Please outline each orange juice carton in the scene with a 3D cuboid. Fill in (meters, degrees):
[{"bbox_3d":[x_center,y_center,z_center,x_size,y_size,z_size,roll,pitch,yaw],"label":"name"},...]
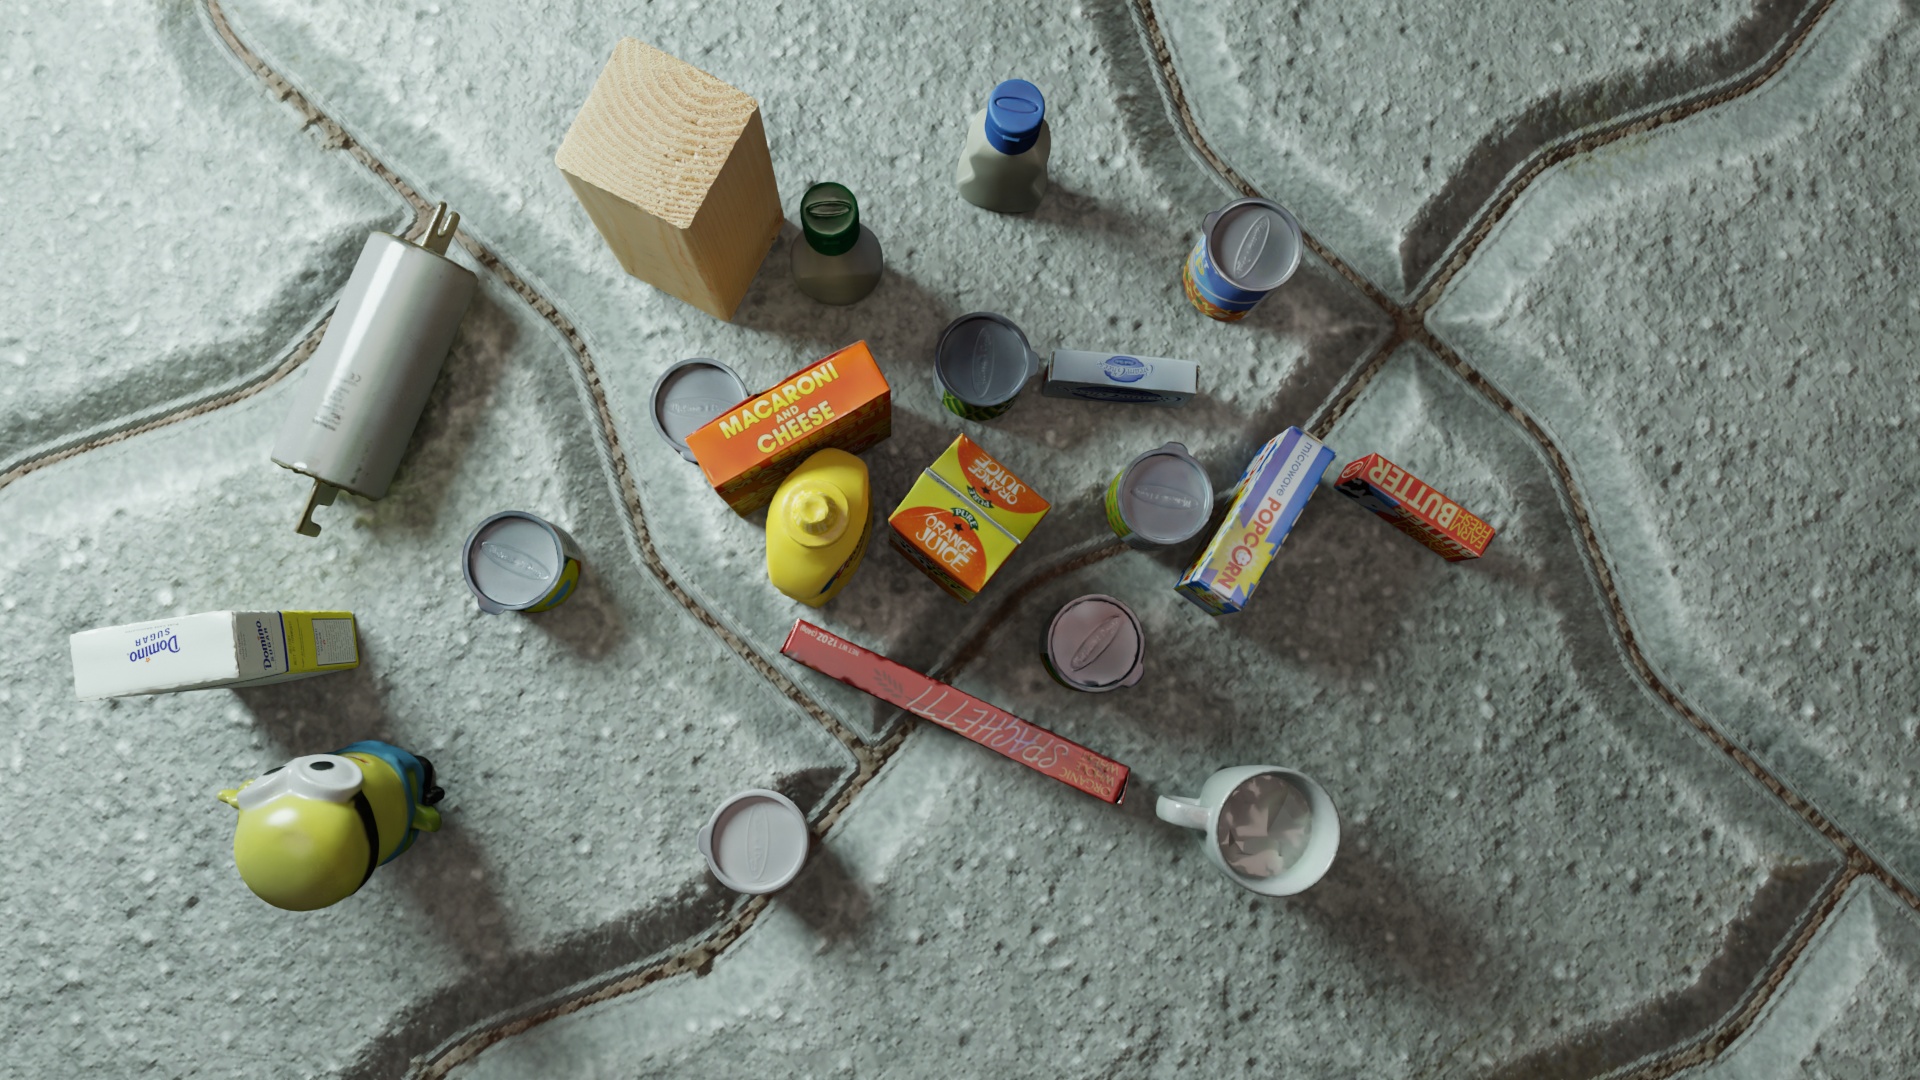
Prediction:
[{"bbox_3d":[0.003,-0.011,0.889,0.072,0.192,0.073,40,84,1],"label":"orange juice carton"}]

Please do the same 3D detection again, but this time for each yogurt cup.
[{"bbox_3d":[-0.134,0.199,0.928,0.072,0.054,0.072,0,84,-3],"label":"yogurt cup"}]

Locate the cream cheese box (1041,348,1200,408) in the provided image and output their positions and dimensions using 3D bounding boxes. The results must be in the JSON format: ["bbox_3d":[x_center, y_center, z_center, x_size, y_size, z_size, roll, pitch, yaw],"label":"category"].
[{"bbox_3d":[0.111,-0.113,0.976,0.104,0.053,0.024,5,84,-3],"label":"cream cheese box"}]

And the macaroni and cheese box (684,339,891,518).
[{"bbox_3d":[-0.107,-0.068,0.902,0.124,0.166,0.040,-30,87,-5],"label":"macaroni and cheese box"}]

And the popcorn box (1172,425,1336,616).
[{"bbox_3d":[0.200,-0.012,0.954,0.038,0.085,0.127,33,83,1],"label":"popcorn box"}]

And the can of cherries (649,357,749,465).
[{"bbox_3d":[-0.176,-0.085,0.955,0.071,0.058,0.071,0,84,-3],"label":"can of cherries"}]

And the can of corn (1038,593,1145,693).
[{"bbox_3d":[0.091,0.073,0.952,0.071,0.058,0.071,0,84,-3],"label":"can of corn"}]

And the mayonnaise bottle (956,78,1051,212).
[{"bbox_3d":[0.032,-0.265,0.940,0.065,0.148,0.041,9,84,-2],"label":"mayonnaise bottle"}]

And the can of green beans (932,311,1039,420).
[{"bbox_3d":[0.014,-0.120,0.969,0.071,0.058,0.071,0,84,-3],"label":"can of green beans"}]

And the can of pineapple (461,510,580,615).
[{"bbox_3d":[-0.296,0.017,0.937,0.071,0.058,0.071,0,84,-3],"label":"can of pineapple"}]

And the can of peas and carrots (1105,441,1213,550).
[{"bbox_3d":[0.137,-0.030,0.965,0.071,0.058,0.071,0,84,-3],"label":"can of peas and carrots"}]

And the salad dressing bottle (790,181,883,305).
[{"bbox_3d":[-0.084,-0.197,0.927,0.064,0.147,0.044,-4,85,-3],"label":"salad dressing bottle"}]

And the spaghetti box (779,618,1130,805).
[{"bbox_3d":[-0.003,0.117,0.946,0.250,0.050,0.029,24,84,0],"label":"spaghetti box"}]

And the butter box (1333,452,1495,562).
[{"bbox_3d":[0.319,-0.023,0.977,0.103,0.053,0.024,33,84,1],"label":"butter box"}]

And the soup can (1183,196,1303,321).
[{"bbox_3d":[0.194,-0.197,0.974,0.071,0.083,0.071,0,84,-3],"label":"soup can"}]
